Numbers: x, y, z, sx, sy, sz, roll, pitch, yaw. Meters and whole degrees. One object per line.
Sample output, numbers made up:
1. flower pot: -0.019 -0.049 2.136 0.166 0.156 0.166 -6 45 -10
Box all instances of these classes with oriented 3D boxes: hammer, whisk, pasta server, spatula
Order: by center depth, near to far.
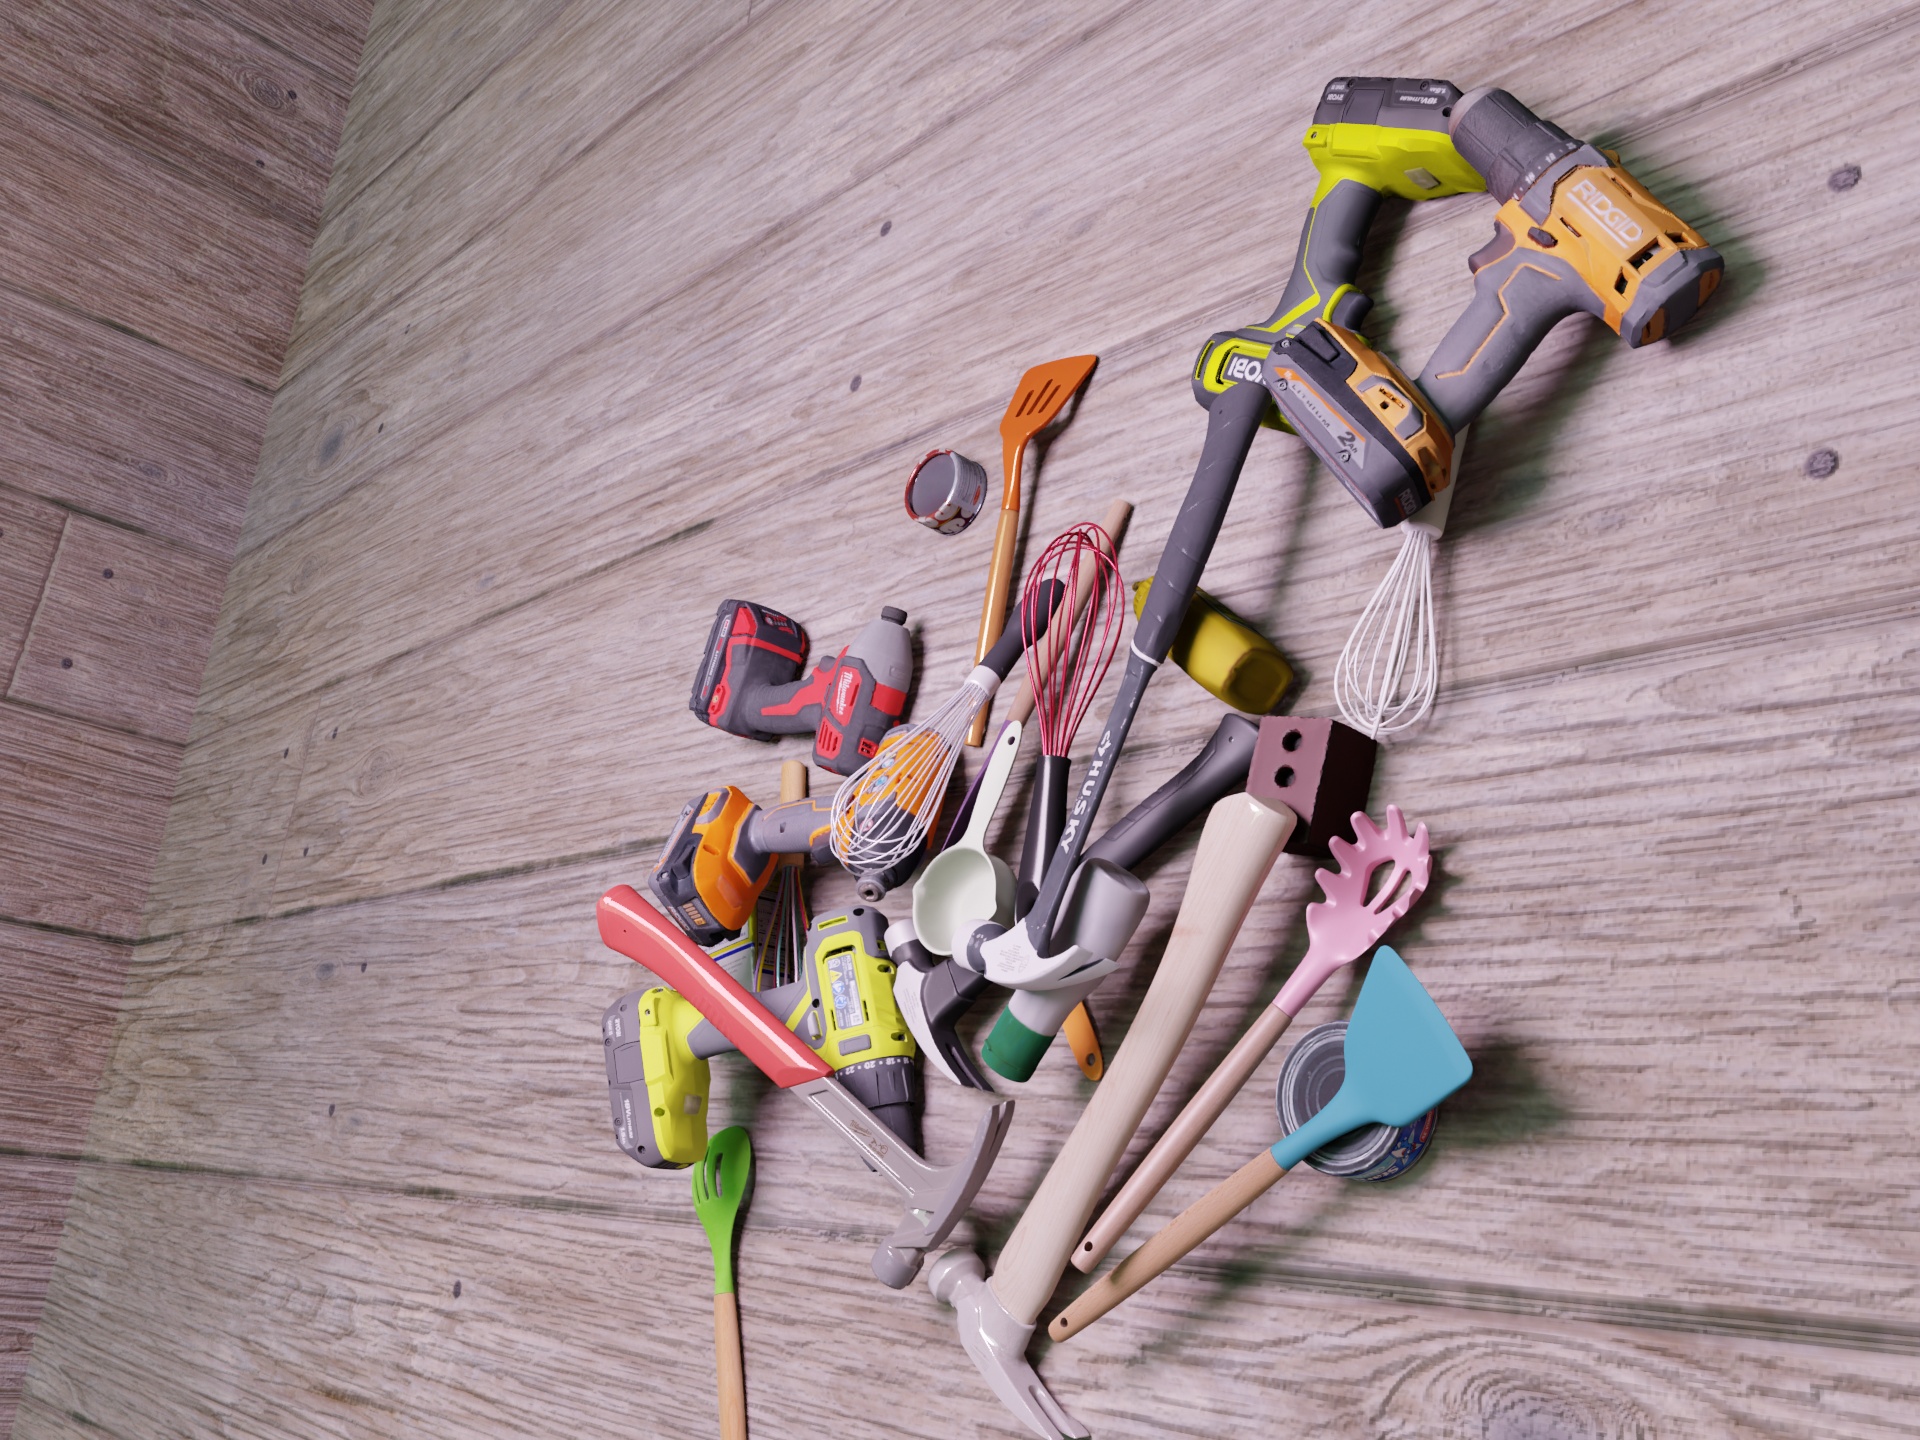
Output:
1. spatula: 0.150 0.252 0.871 0.317 0.044 0.082 -47 49 22
2. pasta server: 0.162 0.183 0.900 0.316 0.040 0.060 -51 47 -2
3. whisk: 0.274 -0.106 0.952 0.058 0.059 0.246 14 78 13
4. hammer: 0.103 0.233 0.956 0.146 0.038 0.410 41 113 47
5. hammer: 0.110 -0.025 0.984 0.149 0.036 0.409 3 69 65
6. hammer: 0.082 0.112 1.060 0.334 0.035 0.146 -42 46 23
7. whisk: 0.065 0.007 1.065 0.073 0.073 0.296 -5 73 47
8. hammer: -0.127 0.220 1.111 0.359 0.036 0.149 36 105 28
9. whisk: -0.001 -0.003 1.127 0.070 0.070 0.285 1 45 48
10. spatula: 0.050 -0.020 1.147 0.018 0.059 0.316 24 82 16
11. spatula: 0.042 -0.136 1.238 0.081 0.041 0.323 1 79 49
12. whisk: -0.135 0.142 1.302 0.047 0.051 0.245 -19 54 25

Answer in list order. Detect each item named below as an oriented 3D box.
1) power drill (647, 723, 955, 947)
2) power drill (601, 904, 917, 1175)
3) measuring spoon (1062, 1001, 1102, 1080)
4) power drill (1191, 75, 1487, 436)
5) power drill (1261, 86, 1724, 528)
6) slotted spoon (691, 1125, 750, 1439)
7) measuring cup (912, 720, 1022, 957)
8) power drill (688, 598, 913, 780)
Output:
1. power drill: -0.119 0.096 1.196 0.226 0.084 0.164 -19 30 24
2. power drill: -0.141 0.257 1.179 0.228 0.080 0.191 -18 68 14
3. measuring spoon: 0.075 0.189 1.070 0.021 0.011 0.117 -39 52 26
4. power drill: 0.258 -0.290 1.026 0.171 0.080 0.223 30 100 50
5. power drill: 0.284 -0.244 0.914 0.226 0.084 0.185 -39 66 11
6. slotted spoon: -0.178 0.465 1.215 0.070 0.031 0.314 -32 54 35
7. measuring cup: 0.022 0.083 1.083 0.083 0.038 0.168 8 74 47
8. power drill: -0.126 -0.036 1.340 0.220 0.078 0.143 14 86 46
